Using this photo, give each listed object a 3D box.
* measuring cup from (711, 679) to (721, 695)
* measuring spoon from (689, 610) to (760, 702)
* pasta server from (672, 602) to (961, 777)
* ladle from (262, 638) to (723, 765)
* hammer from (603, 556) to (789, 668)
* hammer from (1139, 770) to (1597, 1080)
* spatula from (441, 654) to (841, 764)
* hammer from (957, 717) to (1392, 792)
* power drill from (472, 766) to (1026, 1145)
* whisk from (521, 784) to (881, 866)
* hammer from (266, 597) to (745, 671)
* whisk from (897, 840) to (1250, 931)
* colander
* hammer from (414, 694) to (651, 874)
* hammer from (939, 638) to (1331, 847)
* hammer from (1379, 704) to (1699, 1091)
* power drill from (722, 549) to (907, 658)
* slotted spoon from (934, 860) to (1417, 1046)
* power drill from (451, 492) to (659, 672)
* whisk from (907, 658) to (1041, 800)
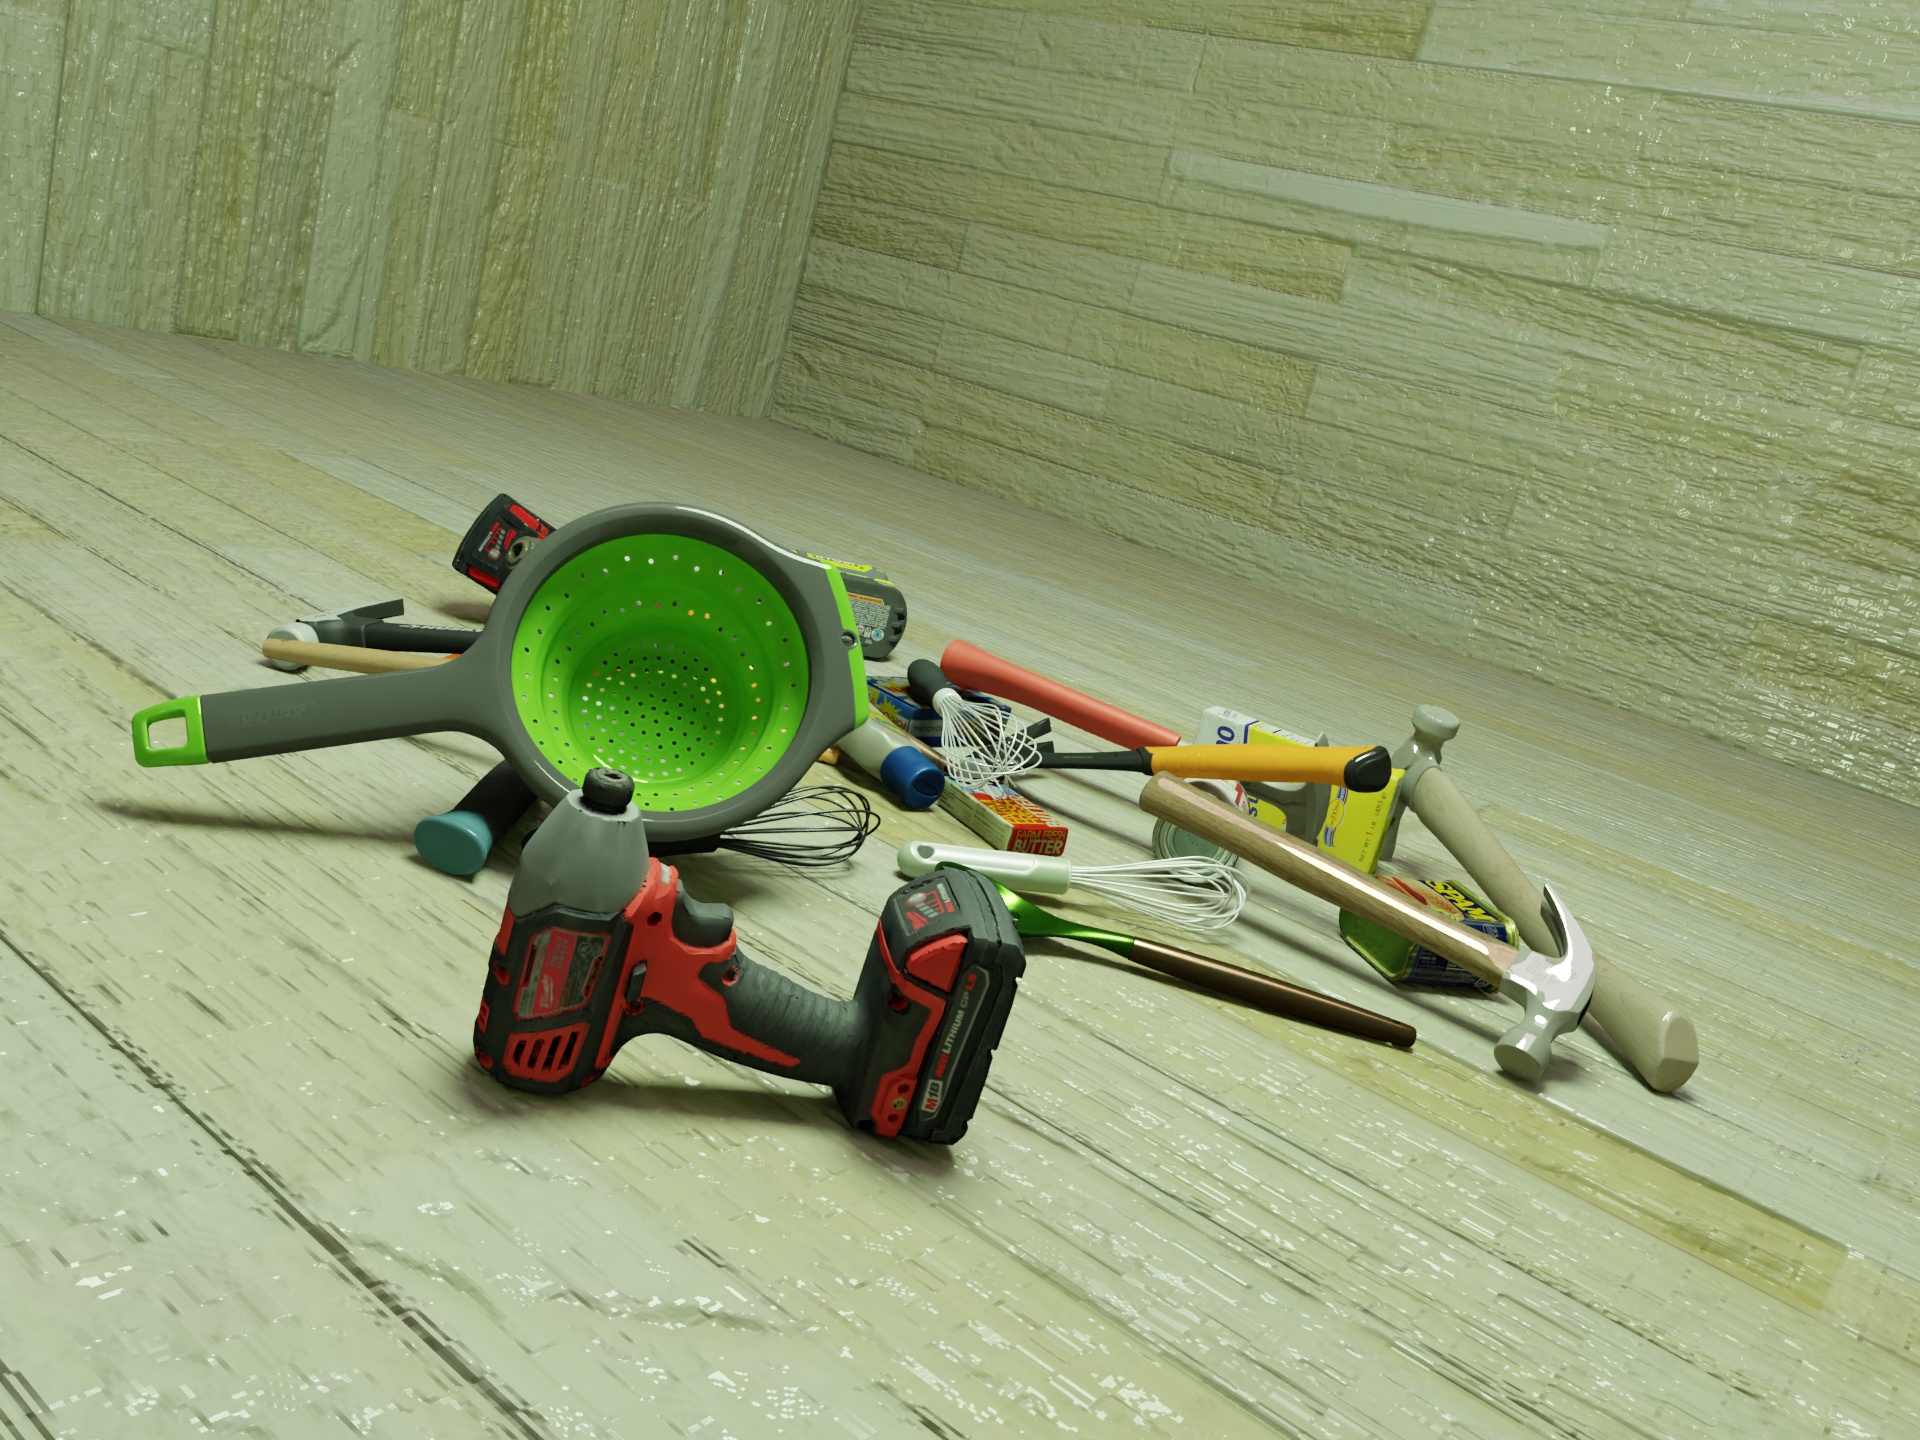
[{"bbox_3d":[-0.237,-0.048,1.407,0.062,0.029,0.157,-1,32,-36],"label":"measuring cup"},{"bbox_3d":[-0.192,-0.049,1.338,0.117,0.021,0.011,51,-1,6],"label":"measuring spoon"},{"bbox_3d":[-0.128,-0.026,1.338,0.316,0.060,0.040,30,14,22],"label":"pasta server"},{"bbox_3d":[-0.309,-0.016,1.050,0.320,0.062,0.078,7,15,7],"label":"ladle"},{"bbox_3d":[-0.248,-0.103,1.564,0.144,0.035,0.406,6,16,-30],"label":"hammer"},{"bbox_3d":[0.267,0.113,1.080,0.331,0.031,0.130,27,54,31],"label":"hammer"},{"bbox_3d":[-0.250,-0.017,1.263,0.322,0.041,0.081,20,13,4],"label":"spatula"},{"bbox_3d":[0.167,0.031,1.220,0.337,0.034,0.127,1,15,36],"label":"hammer"},{"bbox_3d":[-0.091,0.104,0.702,0.219,0.143,0.079,13,16,-16],"label":"power drill"},{"bbox_3d":[-0.153,0.069,0.975,0.238,0.055,0.055,-2,21,-37],"label":"whisk"},{"bbox_3d":[-0.321,-0.057,1.178,0.335,0.035,0.146,4,12,7],"label":"hammer"},{"bbox_3d":[0.078,0.106,1.071,0.246,0.059,0.058,8,43,-11],"label":"whisk"},{"bbox_3d":[-0.258,-0.008,0.929,0.397,0.205,0.094,-8,-14,-17],"label":"colander"},{"bbox_3d":[-0.278,0.030,1.025,0.128,0.033,0.331,13,14,-3],"label":"hammer"},{"bbox_3d":[0.138,0.002,1.331,0.359,0.149,0.037,24,59,25],"label":"hammer"},{"bbox_3d":[0.414,0.141,1.195,0.038,0.146,0.411,10,24,-16],"label":"hammer"},{"bbox_3d":[-0.159,-0.138,1.716,0.190,0.080,0.229,11,12,-17],"label":"power drill"},{"bbox_3d":[0.130,0.150,0.987,0.314,0.031,0.070,17,14,3],"label":"slotted spoon"},{"bbox_3d":[-0.336,-0.117,1.326,0.227,0.080,0.187,29,-6,43],"label":"power drill"},{"bbox_3d":[-0.001,-0.004,1.269,0.070,0.070,0.285,10,14,-18],"label":"whisk"}]
